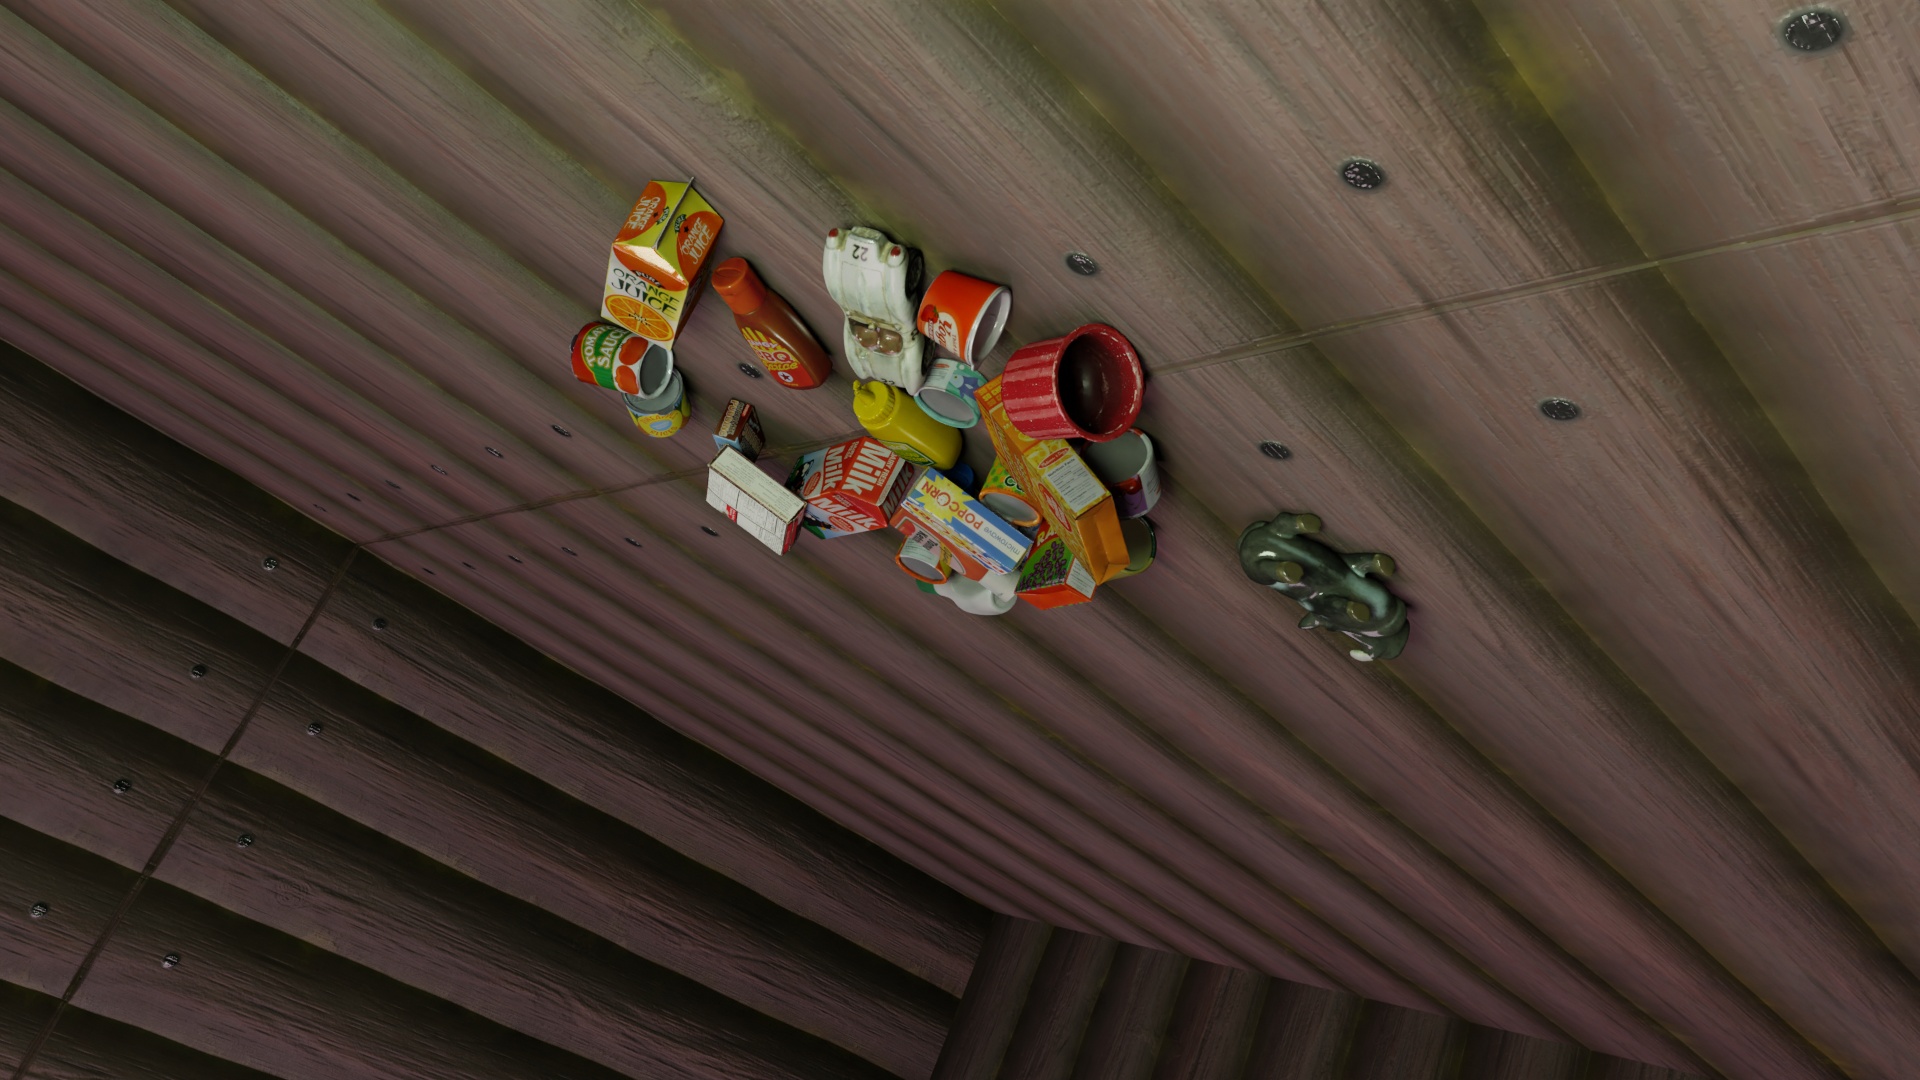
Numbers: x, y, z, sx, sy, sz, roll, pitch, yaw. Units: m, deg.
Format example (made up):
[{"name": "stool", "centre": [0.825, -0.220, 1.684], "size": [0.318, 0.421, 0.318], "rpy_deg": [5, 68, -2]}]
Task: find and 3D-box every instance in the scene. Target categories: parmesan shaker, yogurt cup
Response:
[{"name": "parmesan shaker", "centre": [0.143, 0.008, 1.395], "size": [0.071, 0.071, 0.103], "rpy_deg": [33, 156, -20]}, {"name": "yogurt cup", "centre": [0.002, -0.180, 1.106], "size": [0.054, 0.072, 0.072], "rpy_deg": [27, 159, 15]}]

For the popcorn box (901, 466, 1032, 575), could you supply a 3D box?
[{"name": "popcorn box", "centre": [0.005, -0.017, 1.364], "size": [0.127, 0.038, 0.085], "rpy_deg": [36, 173, -4]}]

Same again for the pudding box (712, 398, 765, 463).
[{"name": "pudding box", "centre": [-0.244, -0.114, 1.532], "size": [0.030, 0.050, 0.083], "rpy_deg": [19, 158, 10]}]

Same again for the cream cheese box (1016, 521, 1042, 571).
[{"name": "cream cheese box", "centre": [0.070, -0.005, 1.451], "size": [0.024, 0.053, 0.103], "rpy_deg": [21, 158, 3]}]

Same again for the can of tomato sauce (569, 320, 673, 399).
[{"name": "can of tomato sauce", "centre": [-0.353, -0.189, 1.449], "size": [0.083, 0.071, 0.071], "rpy_deg": [16, 157, 18]}]

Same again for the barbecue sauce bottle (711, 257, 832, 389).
[{"name": "barbecue sauce bottle", "centre": [-0.176, -0.198, 1.274], "size": [0.065, 0.044, 0.148], "rpy_deg": [12, 155, 31]}]

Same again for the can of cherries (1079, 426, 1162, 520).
[{"name": "can of cherries", "centre": [0.140, -0.060, 1.231], "size": [0.071, 0.072, 0.058], "rpy_deg": [14, 156, 24]}]

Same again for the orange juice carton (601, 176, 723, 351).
[{"name": "orange juice carton", "centre": [-0.260, -0.245, 1.215], "size": [0.073, 0.072, 0.192], "rpy_deg": [27, 159, -9]}]

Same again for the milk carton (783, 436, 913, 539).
[{"name": "milk carton", "centre": [-0.118, -0.057, 1.501], "size": [0.073, 0.072, 0.190], "rpy_deg": [36, 155, -26]}]

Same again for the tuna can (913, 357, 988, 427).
[{"name": "tuna can", "centre": [-0.006, -0.132, 1.264], "size": [0.071, 0.033, 0.070], "rpy_deg": [21, 158, 9]}]

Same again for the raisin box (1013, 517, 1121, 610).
[{"name": "raisin box", "centre": [0.107, 0.001, 1.331], "size": [0.040, 0.124, 0.086], "rpy_deg": [32, 157, -22]}]

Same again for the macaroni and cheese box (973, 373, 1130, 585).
[{"name": "macaroni and cheese box", "centre": [0.082, -0.055, 1.224], "size": [0.167, 0.040, 0.123], "rpy_deg": [54, 174, 32]}]

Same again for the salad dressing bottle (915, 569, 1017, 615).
[{"name": "salad dressing bottle", "centre": [0.005, 0.053, 1.652], "size": [0.147, 0.064, 0.044], "rpy_deg": [10, 137, 51]}]

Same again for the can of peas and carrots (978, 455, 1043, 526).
[{"name": "can of peas and carrots", "centre": [0.059, -0.055, 1.340], "size": [0.071, 0.059, 0.070], "rpy_deg": [20, 158, 9]}]

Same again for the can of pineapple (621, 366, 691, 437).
[{"name": "can of pineapple", "centre": [-0.329, -0.151, 1.507], "size": [0.071, 0.071, 0.057], "rpy_deg": [21, 159, 9]}]

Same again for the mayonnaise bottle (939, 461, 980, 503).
[{"name": "mayonnaise bottle", "centre": [0.000, -0.033, 1.478], "size": [0.065, 0.041, 0.147], "rpy_deg": [23, 157, 14]}]

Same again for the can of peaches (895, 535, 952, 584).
[{"name": "can of peaches", "centre": [-0.034, 0.011, 1.590], "size": [0.071, 0.058, 0.071], "rpy_deg": [21, 157, 9]}]

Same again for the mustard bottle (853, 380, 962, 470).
[{"name": "mustard bottle", "centre": [-0.059, -0.113, 1.306], "size": [0.065, 0.049, 0.160], "rpy_deg": [11, 167, 34]}]

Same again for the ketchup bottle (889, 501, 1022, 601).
[{"name": "ketchup bottle", "centre": [-0.001, 0.006, 1.441], "size": [0.149, 0.044, 0.064], "rpy_deg": [36, 160, -6]}]
